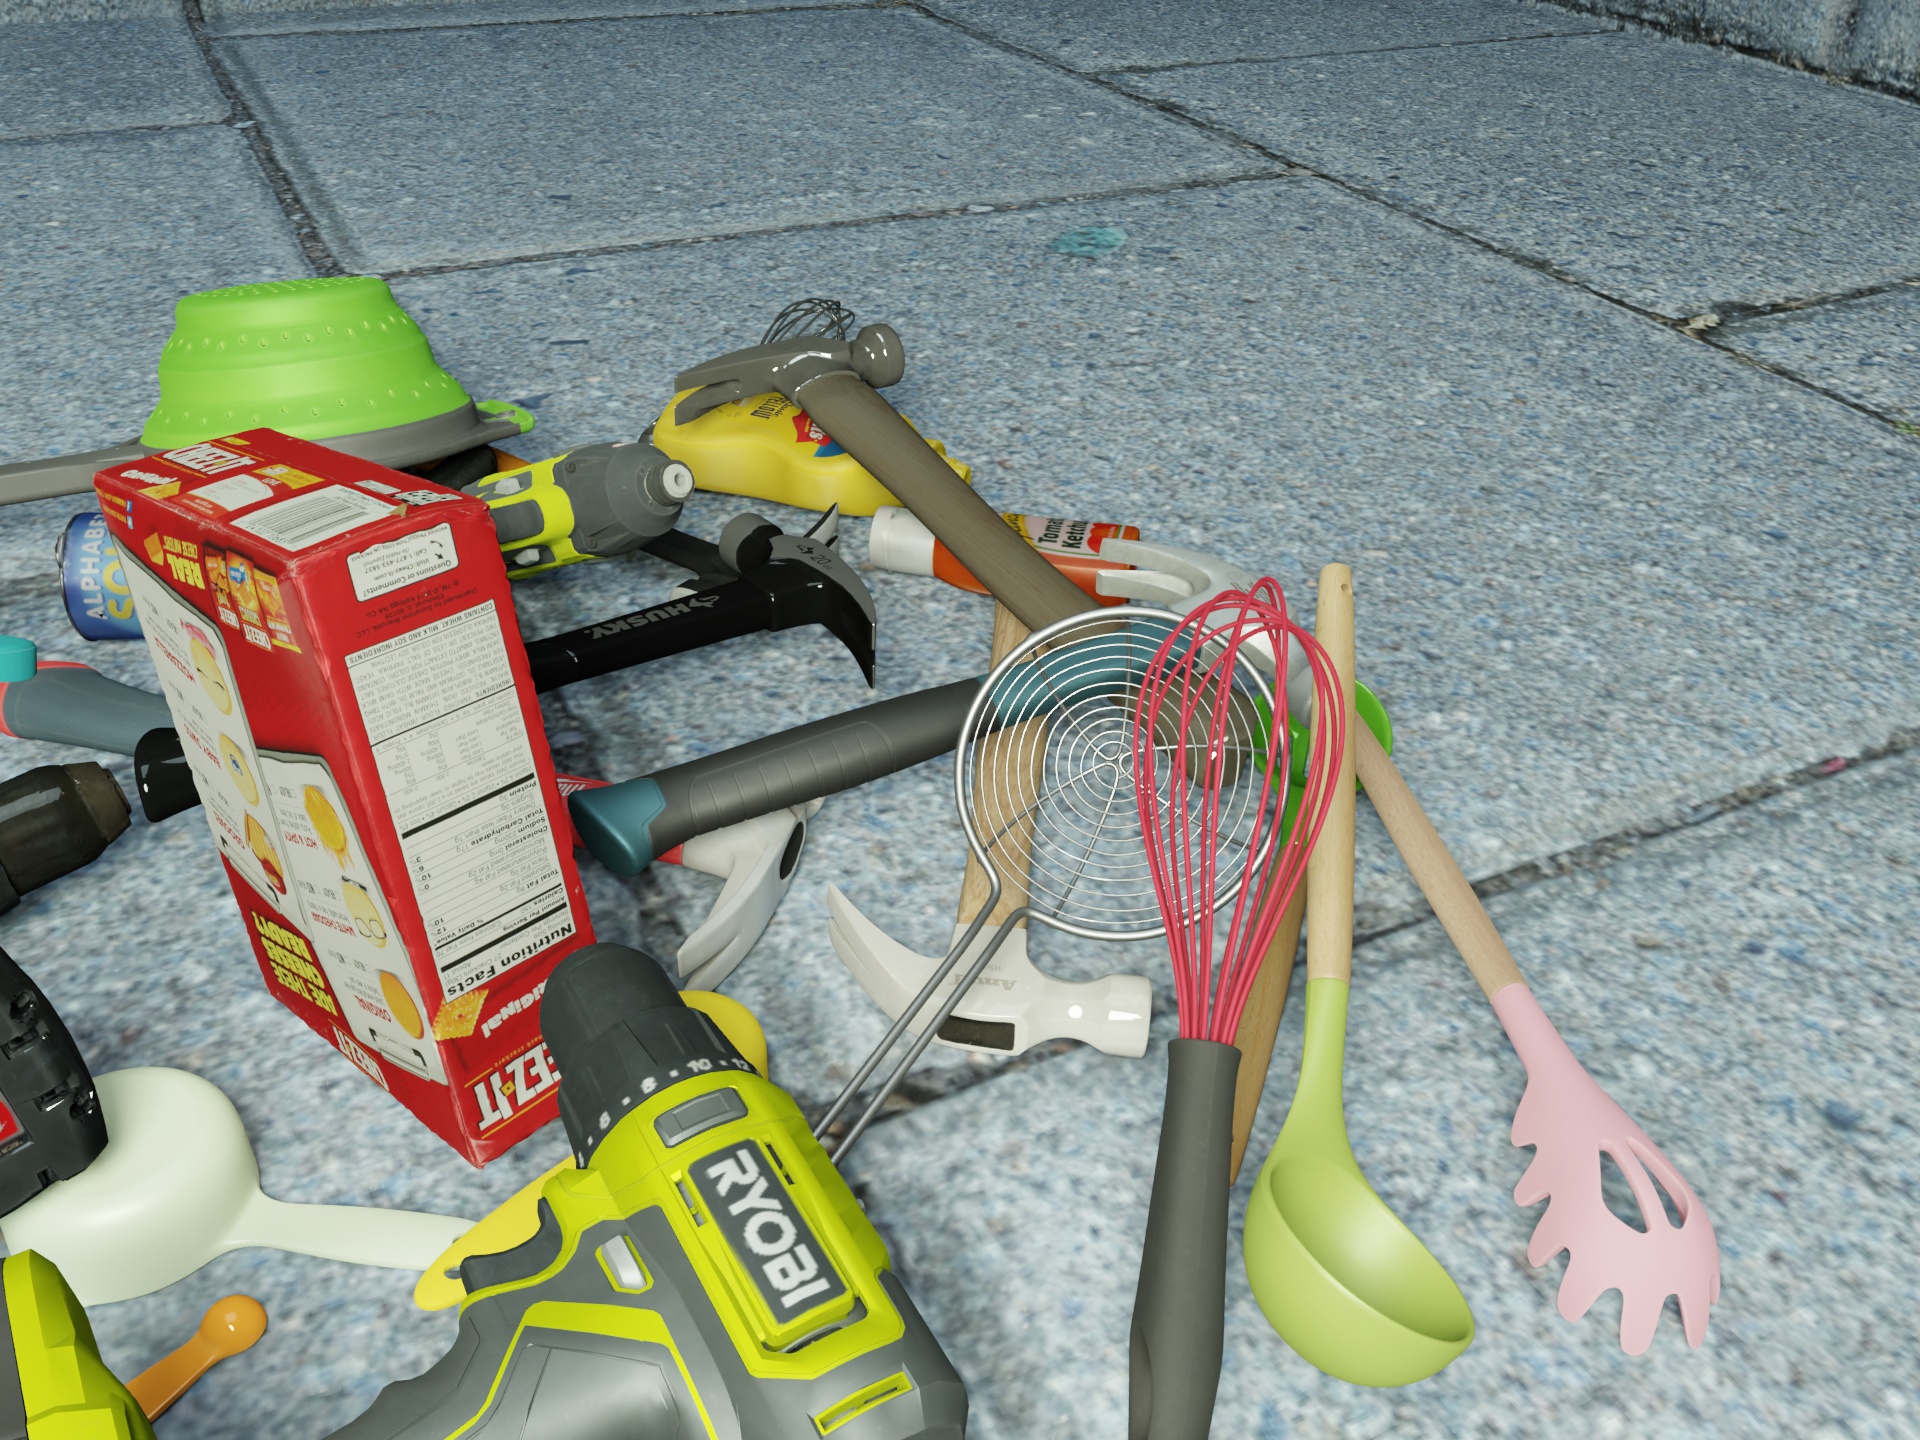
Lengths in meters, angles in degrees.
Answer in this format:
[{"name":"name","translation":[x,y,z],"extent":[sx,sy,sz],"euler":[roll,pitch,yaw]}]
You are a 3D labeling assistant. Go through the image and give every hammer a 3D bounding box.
[{"name":"hammer","translation":[-0.191,-0.021,0.713],"extent":[0.334,0.035,0.146],"euler":[-20,37,-32]},{"name":"hammer","translation":[0.019,0.026,0.731],"extent":[0.130,0.031,0.332],"euler":[5,34,3]},{"name":"hammer","translation":[-0.234,-0.135,0.951],"extent":[0.337,0.034,0.127],"euler":[22,39,27]},{"name":"hammer","translation":[-0.001,-0.096,0.830],"extent":[0.146,0.038,0.411],"euler":[-20,47,-27]},{"name":"hammer","translation":[-0.262,0.032,0.698],"extent":[0.386,0.038,0.143],"euler":[10,36,10]},{"name":"hammer","translation":[-0.001,-0.002,0.681],"extent":[0.331,0.033,0.128],"euler":[-18,48,-20]}]

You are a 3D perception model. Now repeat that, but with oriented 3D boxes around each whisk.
[{"name":"whisk","translation":[0.081,0.086,0.512],"extent":[0.073,0.073,0.296],"euler":[7,69,7]},{"name":"whisk","translation":[-0.147,-0.237,1.099],"extent":[0.055,0.055,0.239],"euler":[19,42,22]}]

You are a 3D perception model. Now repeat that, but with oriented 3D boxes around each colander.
[{"name":"colander","translation":[-0.436,-0.174,0.845],"extent":[0.397,0.094,0.205],"euler":[-15,23,-26]}]

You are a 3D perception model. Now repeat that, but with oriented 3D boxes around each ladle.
[{"name":"ladle","translation":[0.139,0.066,0.562],"extent":[0.078,0.062,0.320],"euler":[27,53,-24]}]

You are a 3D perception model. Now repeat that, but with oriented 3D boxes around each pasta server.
[{"name":"pasta server","translation":[0.202,0.094,0.623],"extent":[0.060,0.040,0.317],"euler":[-3,36,-9]}]

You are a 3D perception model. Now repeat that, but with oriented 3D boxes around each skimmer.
[{"name":"skimmer","translation":[-0.007,0.099,0.528],"extent":[0.127,0.090,0.363],"euler":[43,52,-2]}]

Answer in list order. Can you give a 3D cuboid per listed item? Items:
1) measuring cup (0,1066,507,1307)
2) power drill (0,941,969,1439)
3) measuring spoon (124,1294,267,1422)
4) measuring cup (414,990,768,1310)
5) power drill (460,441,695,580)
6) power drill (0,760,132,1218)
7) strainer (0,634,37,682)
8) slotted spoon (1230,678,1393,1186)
[{"name":"measuring cup","translation":[-0.230,0.152,0.519],"extent":[0.167,0.038,0.083],"euler":[5,34,6]},{"name":"power drill","translation":[-0.137,0.155,0.406],"extent":[0.228,0.080,0.191],"euler":[-18,45,-28]},{"name":"measuring spoon","translation":[-0.255,0.207,0.460],"extent":[0.021,0.011,0.117],"euler":[23,39,28]},{"name":"measuring cup","translation":[-0.124,0.141,0.541],"extent":[0.062,0.029,0.156],"euler":[20,32,25]},{"name":"power drill","translation":[-0.249,-0.087,0.757],"extent":[0.171,0.080,0.223],"euler":[-5,13,44]},{"name":"power drill","translation":[-0.360,0.088,0.539],"extent":[0.188,0.080,0.227],"euler":[-30,31,-30]},{"name":"strainer","translation":[-0.515,-0.012,0.667],"extent":[0.340,0.095,0.211],"euler":[9,13,20]},{"name":"slotted spoon","translation":[0.136,0.073,0.673],"extent":[0.070,0.031,0.314],"euler":[12,37,14]}]
